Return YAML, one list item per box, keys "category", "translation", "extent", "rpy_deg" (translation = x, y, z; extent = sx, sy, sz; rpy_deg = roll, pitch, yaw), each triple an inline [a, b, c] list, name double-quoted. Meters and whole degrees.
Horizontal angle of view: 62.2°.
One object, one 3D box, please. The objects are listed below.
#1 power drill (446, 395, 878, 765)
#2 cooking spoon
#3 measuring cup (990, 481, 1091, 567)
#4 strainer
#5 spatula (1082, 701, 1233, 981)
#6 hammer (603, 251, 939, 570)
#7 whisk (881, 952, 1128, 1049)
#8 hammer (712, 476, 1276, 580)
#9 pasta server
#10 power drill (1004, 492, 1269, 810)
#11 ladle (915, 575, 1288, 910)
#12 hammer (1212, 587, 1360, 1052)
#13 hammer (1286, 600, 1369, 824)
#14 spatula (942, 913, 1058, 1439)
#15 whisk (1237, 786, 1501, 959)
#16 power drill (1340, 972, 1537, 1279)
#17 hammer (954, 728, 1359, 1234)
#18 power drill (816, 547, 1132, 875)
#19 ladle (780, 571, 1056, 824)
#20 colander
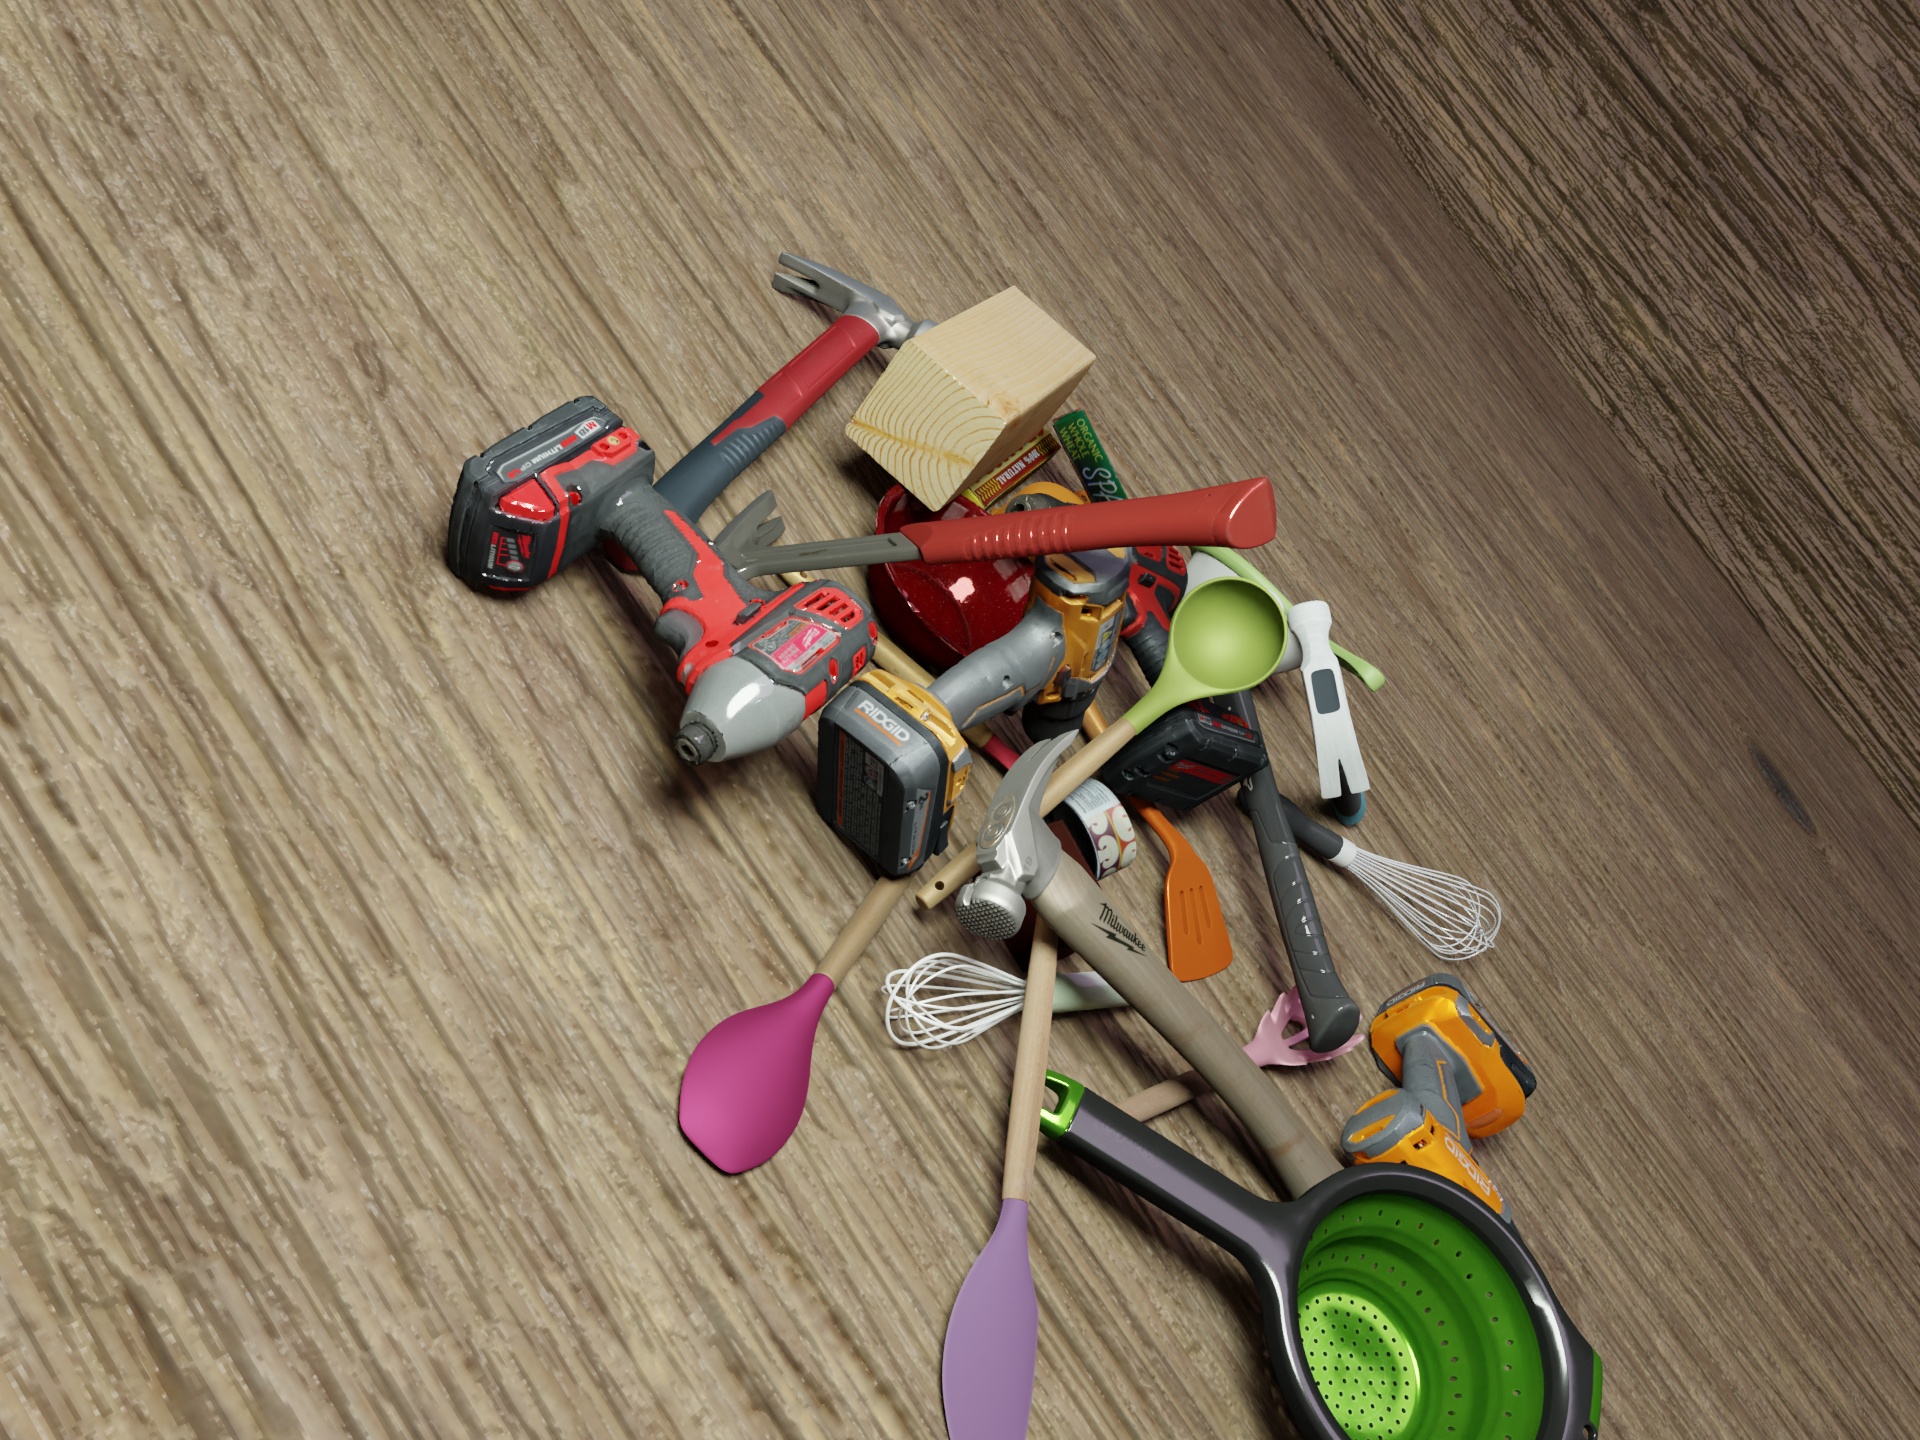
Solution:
- category: "power drill"
  translation: [-0.166, -0.069, 0.871]
  extent: [0.220, 0.078, 0.143]
  rpy_deg: [37, 47, 8]
- category: "cooking spoon"
  translation: [-0.067, 0.134, 0.907]
  extent: [0.068, 0.017, 0.319]
  rpy_deg: [46, 37, -7]
- category: "measuring cup"
  translation: [0.090, -0.168, 1.307]
  extent: [0.095, 0.052, 0.174]
  rpy_deg: [47, 38, -5]
- category: "strainer"
  translation: [0.252, -0.061, 1.312]
  extent: [0.151, 0.069, 0.257]
  rpy_deg: [47, 0, -32]
- category: "spatula"
  translation: [0.112, 0.040, 1.179]
  extent: [0.081, 0.041, 0.323]
  rpy_deg: [-5, 59, -49]
- category: "hammer"
  translation: [-0.146, -0.220, 1.100]
  extent: [0.143, 0.038, 0.386]
  rpy_deg: [28, 42, 5]
- category: "whisk"
  translation: [0.041, 0.167, 0.973]
  extent: [0.058, 0.059, 0.246]
  rpy_deg: [27, 13, 39]
- category: "hammer"
  translation: [0.009, -0.112, 0.951]
  extent: [0.149, 0.359, 0.036]
  rpy_deg: [-61, 141, -52]
- category: "pasta server"
  translation: [0.173, 0.232, 1.062]
  extent: [0.316, 0.040, 0.060]
  rpy_deg: [-7, 55, -48]
- category: "power drill"
  translation: [0.121, -0.060, 1.155]
  extent: [0.187, 0.080, 0.227]
  rpy_deg: [18, 47, -47]
- category: "ladle"
  translation: [0.092, 0.014, 1.014]
  extent: [0.320, 0.062, 0.078]
  rpy_deg: [-39, 75, -25]
- category: "hammer"
  translation: [0.225, 0.079, 1.171]
  extent: [0.035, 0.146, 0.335]
  rpy_deg: [3, 60, -27]
- category: "hammer"
  translation: [0.293, 0.023, 1.237]
  extent: [0.330, 0.033, 0.128]
  rpy_deg: [46, 34, -66]
- category: "spatula"
  translation: [0.031, 0.241, 0.880]
  extent: [0.059, 0.018, 0.316]
  rpy_deg: [29, 52, -26]
- category: "whisk"
  translation: [0.340, 0.125, 1.325]
  extent: [0.284, 0.070, 0.070]
  rpy_deg: [30, 41, -19]
- category: "power drill"
  translation: [0.356, 0.298, 1.142]
  extent: [0.164, 0.084, 0.226]
  rpy_deg: [50, 29, -3]
- category: "hammer"
  translation: [0.148, 0.187, 0.996]
  extent: [0.410, 0.038, 0.146]
  rpy_deg: [49, 44, -25]
- category: "power drill"
  translation: [0.015, -0.002, 0.991]
  extent: [0.084, 0.185, 0.226]
  rpy_deg: [38, 58, 21]
- category: "ladle"
  translation: [-0.002, -0.003, 1.092]
  extent: [0.315, 0.031, 0.069]
  rpy_deg: [40, 41, -11]
- category: "colander"
  translation: [0.188, 0.335, 0.953]
  extent: [0.397, 0.094, 0.205]
  rpy_deg: [32, 50, -1]
